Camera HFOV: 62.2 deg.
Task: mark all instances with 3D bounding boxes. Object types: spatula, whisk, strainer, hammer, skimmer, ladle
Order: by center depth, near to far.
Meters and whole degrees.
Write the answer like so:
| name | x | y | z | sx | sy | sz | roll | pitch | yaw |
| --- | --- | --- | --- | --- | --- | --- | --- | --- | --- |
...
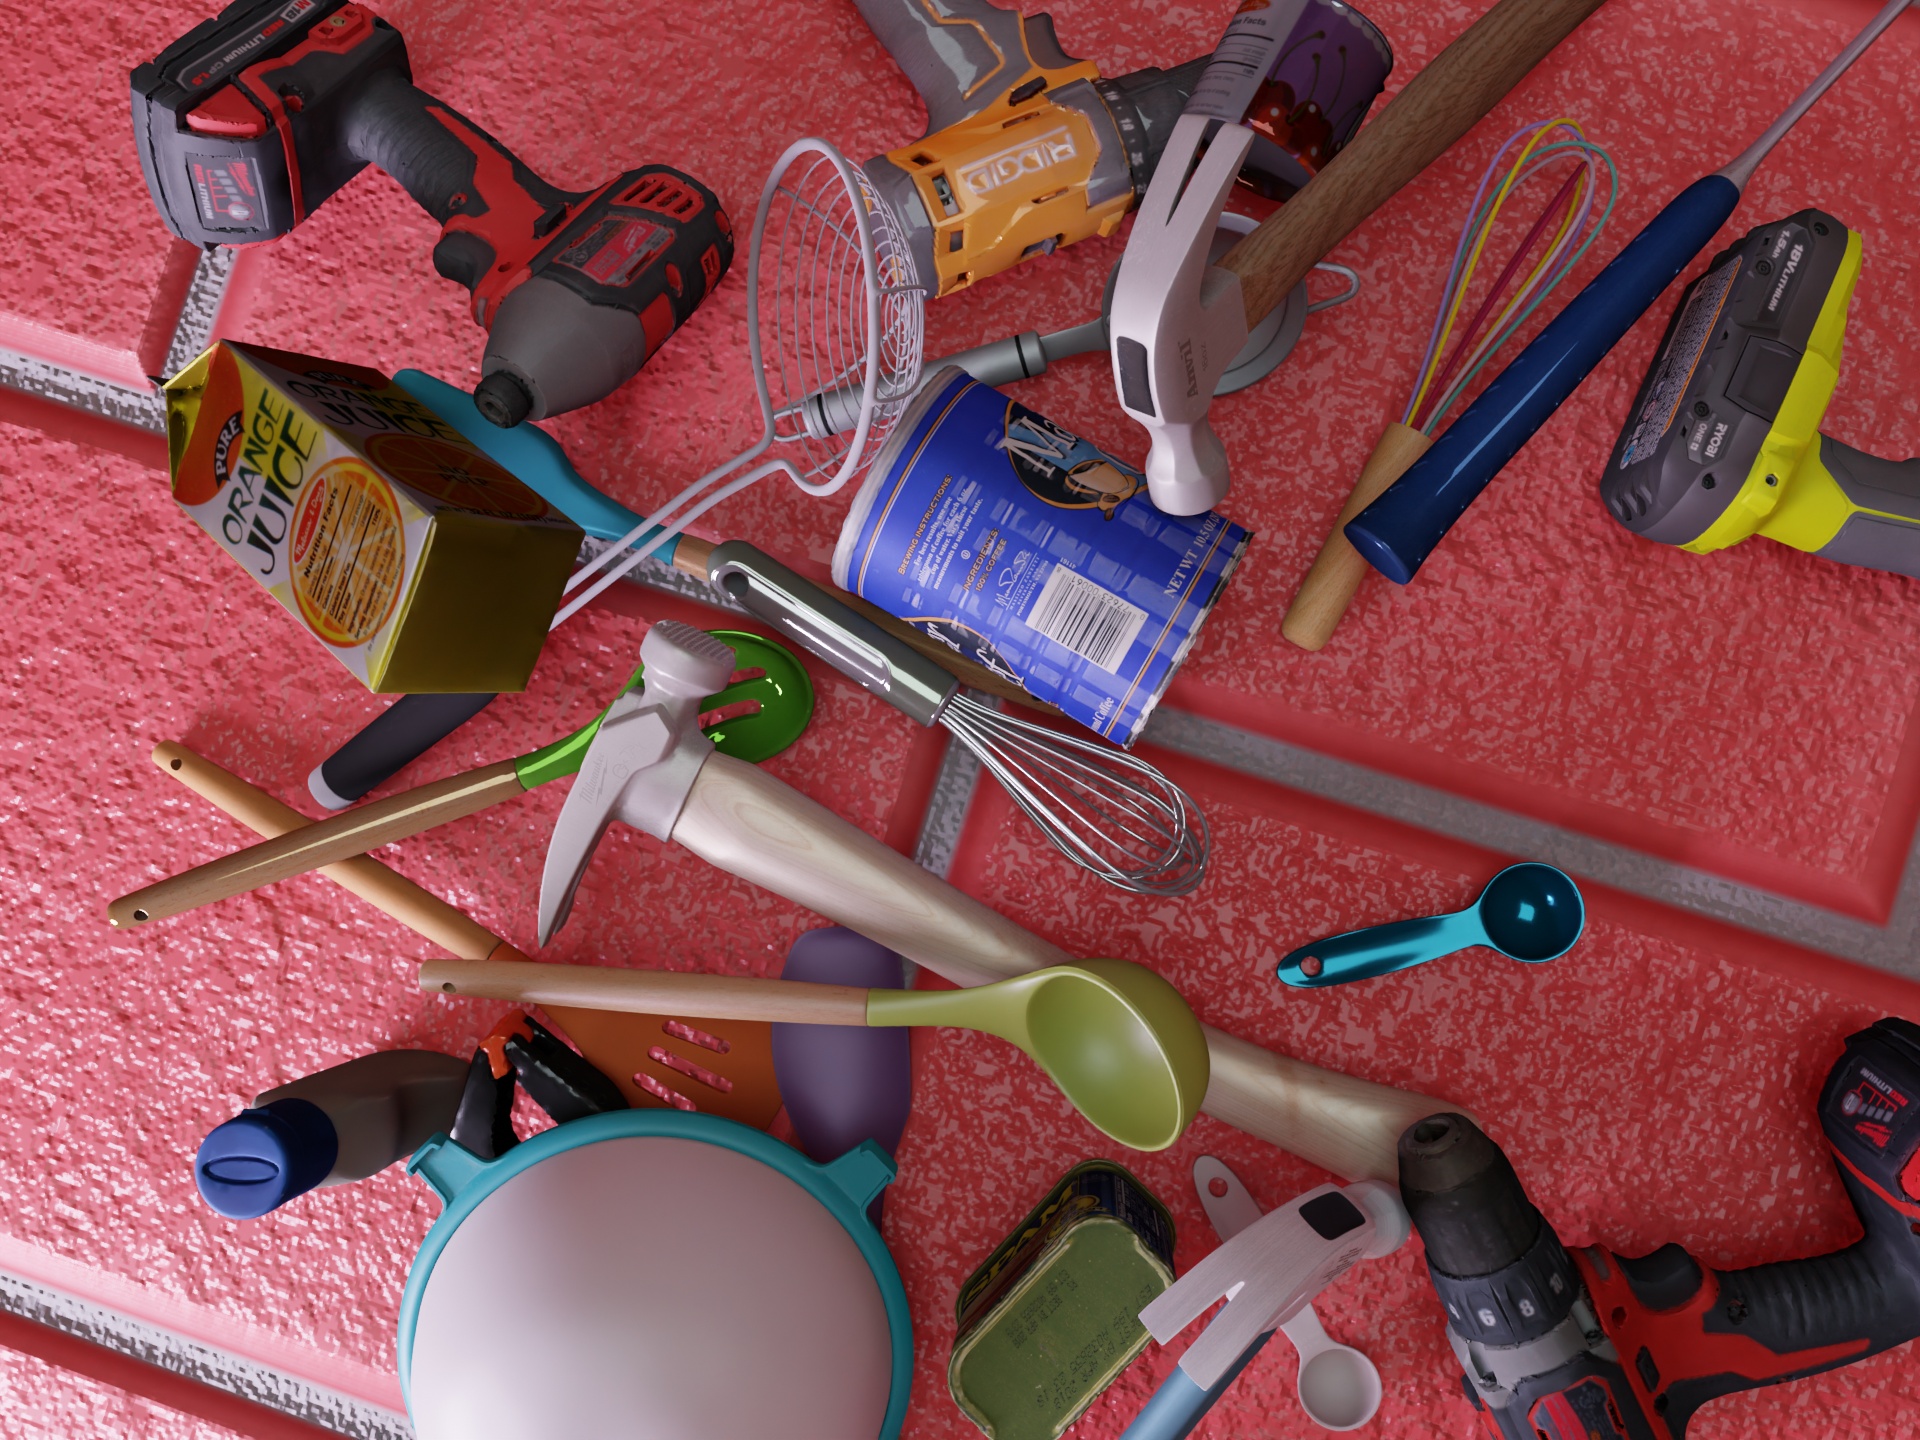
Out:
| name | x | y | z | sx | sy | sz | roll | pitch | yaw |
| --- | --- | --- | --- | --- | --- | --- | --- | --- | --- |
| hammer | 0.171 | -0.227 | 0.611 | 0.031 | 0.129 | 0.331 | 30 | 65 | 36 |
| strainer | -0.125 | 0.329 | 0.621 | 0.211 | 0.095 | 0.340 | 1 | 97 | -1 |
| hammer | 0.302 | -0.212 | 0.621 | 0.035 | 0.144 | 0.405 | 43 | 94 | 3 |
| hammer | 0.051 | 0.312 | 0.622 | 0.033 | 0.128 | 0.331 | 42 | 106 | 32 |
| ladle | -0.064 | 0.119 | 0.622 | 0.320 | 0.062 | 0.078 | 3 | 124 | 8 |
| skimmer | -0.156 | -0.076 | 0.631 | 0.363 | 0.090 | 0.127 | -35 | 58 | 17 |
| hammer | 0.027 | 0.115 | 0.658 | 0.410 | 0.038 | 0.146 | 27 | 103 | -1 |
| whisk | -0.001 | -0.002 | 0.663 | 0.246 | 0.059 | 0.057 | 33 | 128 | 0 |
| whisk | 0.204 | -0.139 | 0.672 | 0.051 | 0.047 | 0.245 | 29 | 94 | 16 |
| spatula | -0.042 | 0.247 | 0.681 | 0.059 | 0.018 | 0.316 | -5 | 86 | -6 |
| strainer | 0.038 | -0.162 | 0.684 | 0.258 | 0.050 | 0.086 | -15 | 130 | 9 |
| spatula | -0.102 | -0.061 | 0.688 | 0.317 | 0.044 | 0.082 | 21 | 105 | 3 |
| spatula | -0.221 | 0.092 | 0.702 | 0.322 | 0.041 | 0.081 | 29 | 90 | 9 |

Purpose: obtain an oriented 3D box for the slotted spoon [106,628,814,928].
| name | x | y | z | sx | sy | sz | roll | pitch | yaw |
| --- | --- | --- | --- | --- | --- | --- | --- | --- | --- |
| slotted spoon | -0.214 | 0.030 | 0.682 | 0.314 | 0.031 | 0.070 | -20 | 121 | -2 |

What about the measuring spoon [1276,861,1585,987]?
| name | x | y | z | sx | sy | sz | roll | pitch | yaw |
| --- | --- | --- | --- | --- | --- | --- | --- | --- | --- |
| measuring spoon | 0.197 | 0.091 | 0.675 | 0.128 | 0.021 | 0.042 | -16 | 87 | 13 |

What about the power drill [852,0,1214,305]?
| name | x | y | z | sx | sy | sz | roll | pitch | yaw |
| --- | --- | --- | --- | --- | --- | --- | --- | --- | --- |
| power drill | 0.020 | -0.311 | 0.674 | 0.185 | 0.084 | 0.226 | -23 | 90 | -4 |

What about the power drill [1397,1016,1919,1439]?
| name | x | y | z | sx | sy | sz | roll | pitch | yaw |
| --- | --- | --- | --- | --- | --- | --- | --- | --- | --- |
| power drill | 0.292 | 0.200 | 0.613 | 0.226 | 0.080 | 0.188 | -27 | 102 | 5 |

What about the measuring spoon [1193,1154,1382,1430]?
| name | x | y | z | sx | sy | sz | roll | pitch | yaw |
| --- | --- | --- | --- | --- | --- | --- | --- | --- | --- |
| measuring spoon | 0.135 | 0.239 | 0.673 | 0.034 | 0.018 | 0.124 | -32 | 79 | 2 |

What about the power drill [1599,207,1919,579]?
| name | x | y | z | sx | sy | sz | roll | pitch | yaw |
| --- | --- | --- | --- | --- | --- | --- | --- | --- | --- |
| power drill | 0.400 | -0.112 | 0.637 | 0.228 | 0.080 | 0.190 | 24 | 89 | 2 |

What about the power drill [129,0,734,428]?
| name | x | y | z | sx | sy | sz | roll | pitch | yaw |
| --- | --- | --- | --- | --- | --- | --- | --- | --- | --- |
| power drill | -0.221 | -0.210 | 0.665 | 0.219 | 0.078 | 0.143 | 29 | 57 | 4 |
